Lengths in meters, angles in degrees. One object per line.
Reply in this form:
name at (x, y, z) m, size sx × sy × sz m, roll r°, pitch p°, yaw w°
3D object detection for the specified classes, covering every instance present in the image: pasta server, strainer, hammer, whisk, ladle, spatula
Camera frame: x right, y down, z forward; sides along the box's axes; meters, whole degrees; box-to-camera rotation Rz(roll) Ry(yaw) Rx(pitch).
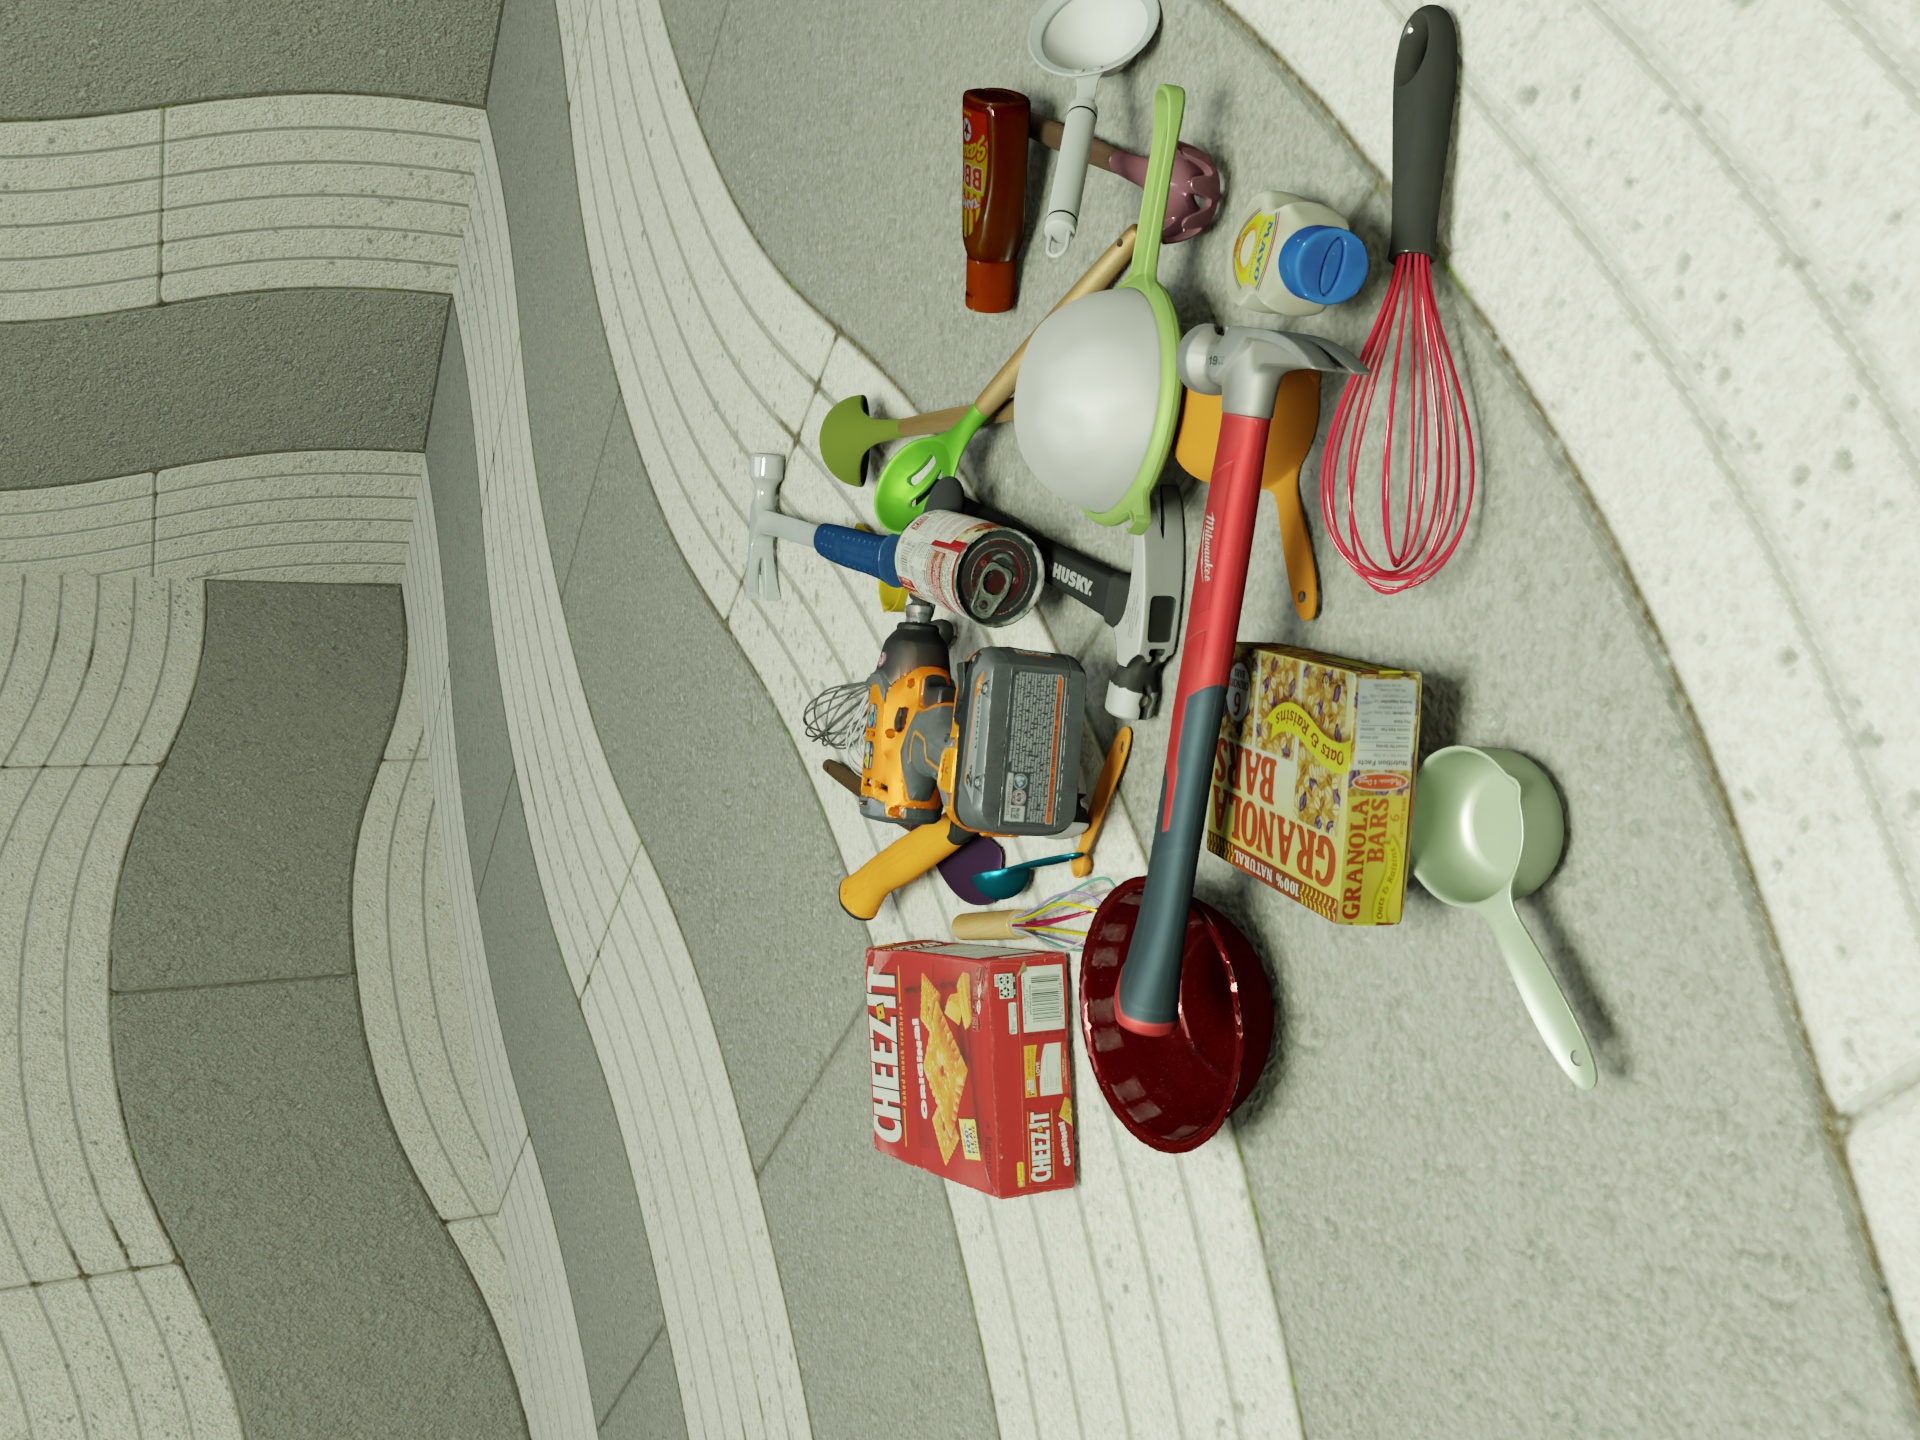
pasta server at (0.085, -0.375, 1.051) m, size 0.317 × 0.040 × 0.060 m, roll -130°, pitch 43°, yaw -51°
strainer at (0.076, -0.383, 0.996) m, size 0.050 × 0.087 × 0.259 m, roll 60°, pitch -145°, yaw -55°
hammer at (-0.011, 0.077, 1.209) m, size 0.337 × 0.034 × 0.127 m, roll -39°, pitch 52°, yaw 52°
whisk at (0.049, 0.140, 1.122) m, size 0.245 × 0.047 × 0.051 m, roll 162°, pitch 106°, yaw -64°
whisk at (-0.070, -0.032, 1.340) m, size 0.239 × 0.055 × 0.055 m, roll -36°, pitch 59°, yaw 51°
strainer at (0.080, -0.244, 0.941) m, size 0.152 × 0.069 × 0.256 m, roll -129°, pitch 45°, yaw -64°
ladle at (-0.019, -0.232, 1.256) m, size 0.320 × 0.062 × 0.078 m, roll 5°, pitch 93°, yaw 55°
whisk at (0.221, -0.209, 0.786) m, size 0.073 × 0.073 × 0.296 m, roll -1°, pitch 84°, yaw 62°
whisk at (-0.037, -0.062, 1.224) m, size 0.070 × 0.070 × 0.284 m, roll 57°, pitch 142°, yaw 45°
hammer at (0.051, -0.123, 1.121) m, size 0.335 × 0.035 × 0.146 m, roll 37°, pitch 123°, yaw 56°
hammer at (-0.125, -0.156, 1.409) m, size 0.406 × 0.035 × 0.144 m, roll -153°, pitch 65°, yaw -65°
spatula at (-0.047, 0.082, 1.323) m, size 0.316 × 0.018 × 0.059 m, roll 29°, pitch 114°, yaw 57°
hammer at (0.133, -0.009, 0.837) m, size 0.143 × 0.038 × 0.386 m, roll -139°, pitch 54°, yaw -66°

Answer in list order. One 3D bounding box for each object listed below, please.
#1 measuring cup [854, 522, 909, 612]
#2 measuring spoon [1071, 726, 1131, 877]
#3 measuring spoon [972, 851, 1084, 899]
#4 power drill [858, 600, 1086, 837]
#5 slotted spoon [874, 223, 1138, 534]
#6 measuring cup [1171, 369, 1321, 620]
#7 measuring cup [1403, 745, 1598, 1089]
measuring cup at (-0.060, -0.137, 1.344) m, size 0.157 × 0.029 × 0.062 m, roll -125°, pitch 43°, yaw -59°
measuring spoon at (0.097, 0.056, 1.067) m, size 0.021 × 0.011 × 0.117 m, roll -120°, pitch 43°, yaw -57°
measuring spoon at (0.051, 0.110, 1.114) m, size 0.128 × 0.042 × 0.021 m, roll -24°, pitch 71°, yaw 59°
power drill at (-0.002, -0.003, 1.093) m, size 0.226 × 0.084 × 0.164 m, roll 4°, pitch 89°, yaw 64°
slotted spoon at (0.032, -0.236, 1.125) m, size 0.313 × 0.031 × 0.070 m, roll -43°, pitch 59°, yaw 42°
measuring cup at (0.162, -0.138, 0.894) m, size 0.095 × 0.052 × 0.174 m, roll -36°, pitch 57°, yaw 56°
measuring cup at (0.262, 0.088, 0.732) m, size 0.083 × 0.038 × 0.168 m, roll -53°, pitch 48°, yaw 49°
